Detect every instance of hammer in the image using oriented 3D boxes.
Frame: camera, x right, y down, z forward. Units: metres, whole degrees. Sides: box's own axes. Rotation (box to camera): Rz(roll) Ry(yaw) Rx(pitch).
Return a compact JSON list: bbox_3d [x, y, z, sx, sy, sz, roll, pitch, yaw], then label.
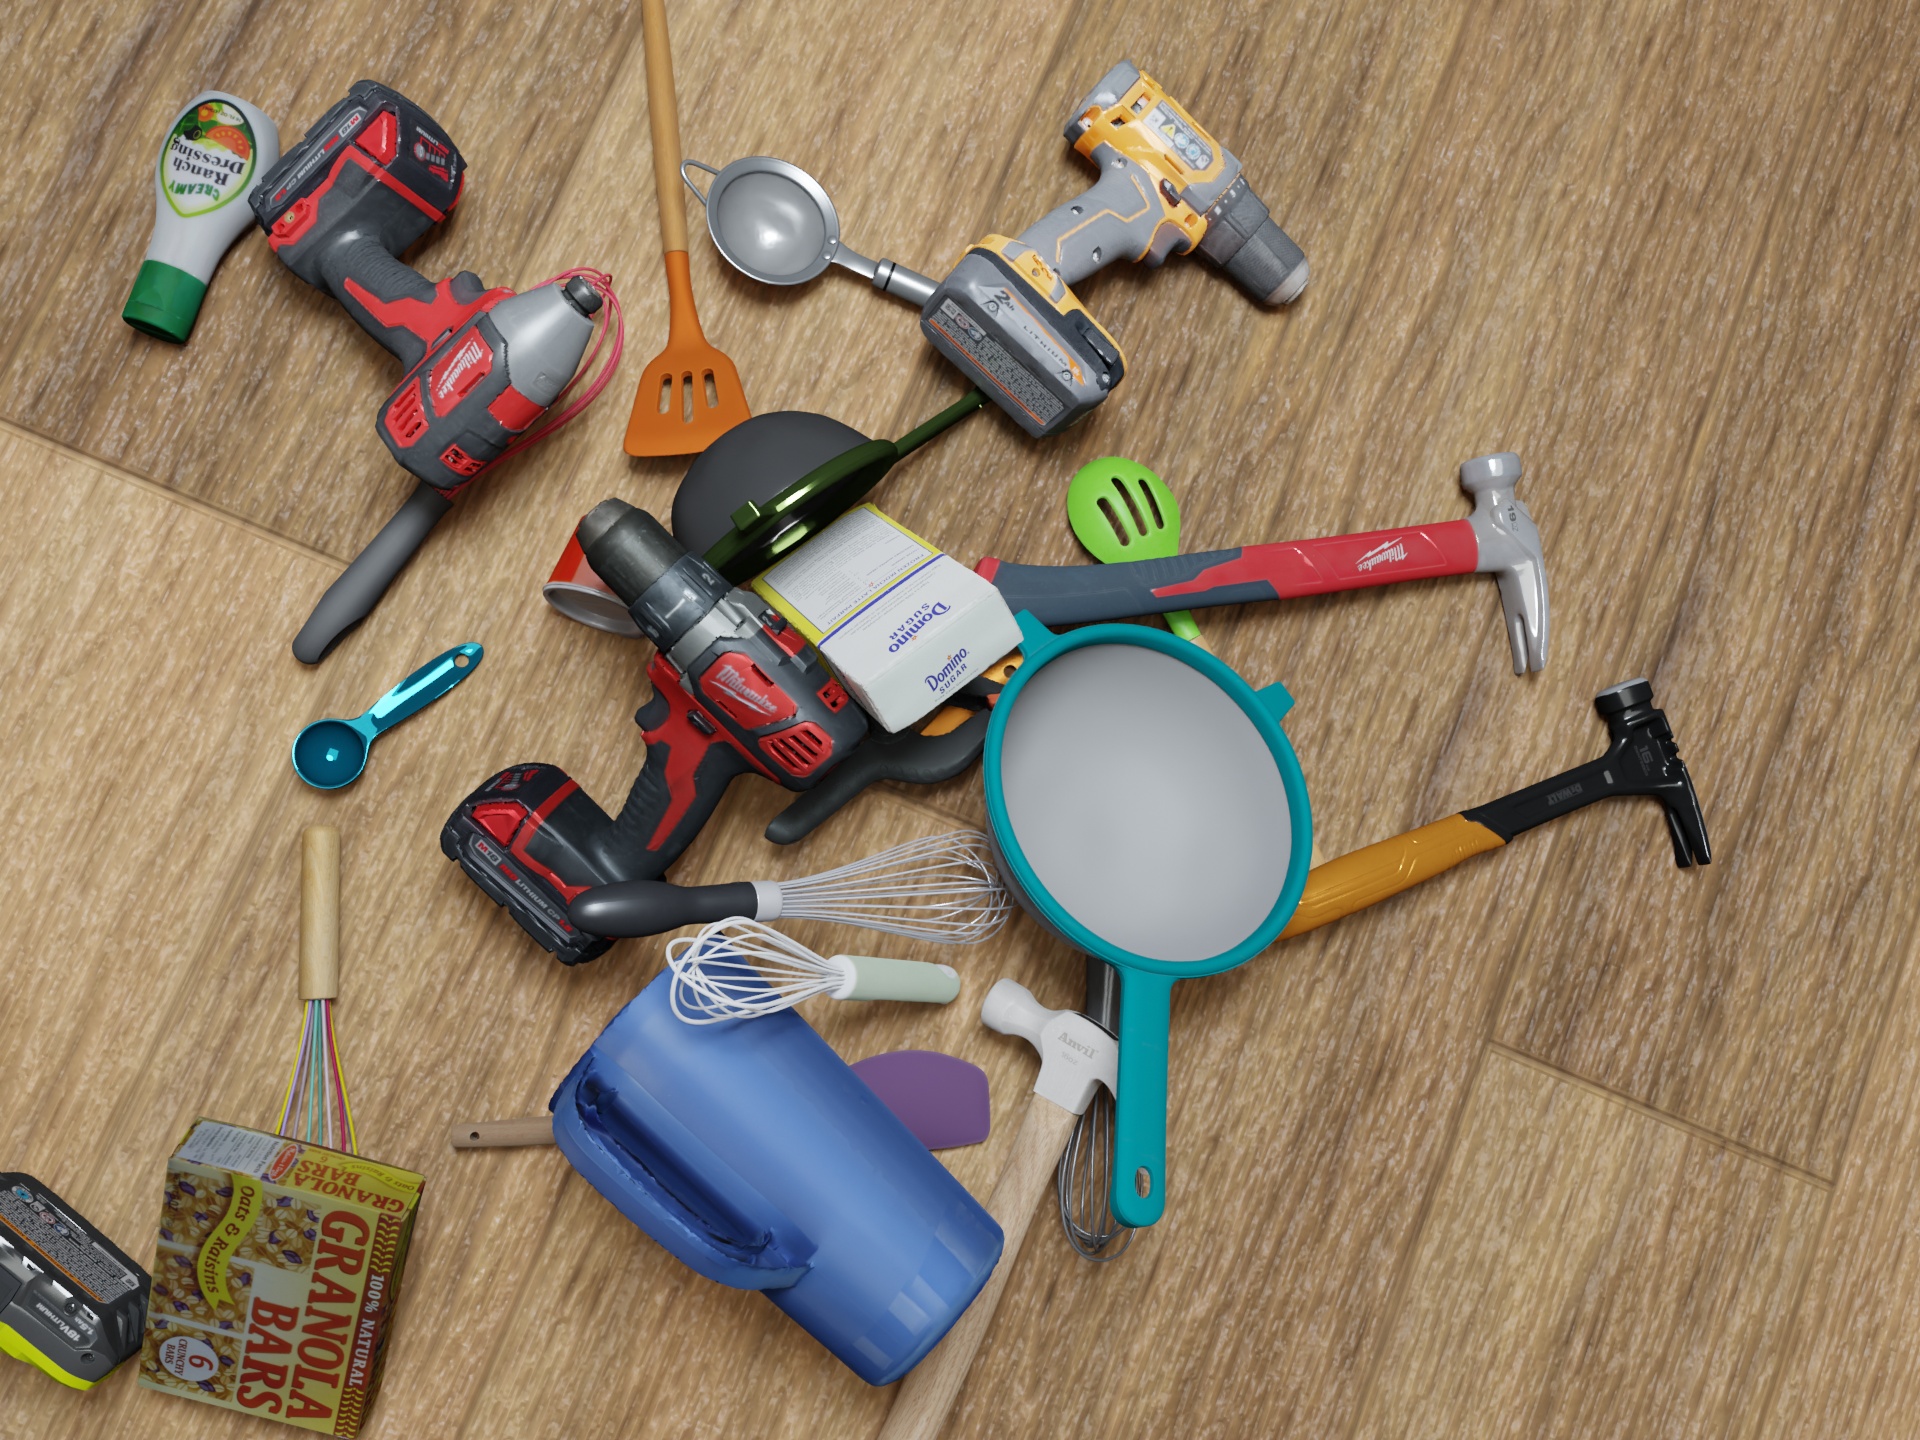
[{"bbox_3d":[0.186,-0.076,0.985,0.386,0.038,0.143,-8,87,-14],"label":"hammer"},{"bbox_3d":[0.309,0.083,0.995,0.337,0.034,0.127,-19,85,-12],"label":"hammer"},{"bbox_3d":[0.012,0.327,0.921,0.130,0.031,0.331,24,89,28],"label":"hammer"}]

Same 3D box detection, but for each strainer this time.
[{"bbox_3d":[-0.057,-0.282,1.002,0.258,0.050,0.087,22,70,-10],"label":"strainer"},{"bbox_3d":[0.089,0.114,0.905,0.211,0.095,0.341,14,64,-20],"label":"strainer"},{"bbox_3d":[-0.079,-0.165,0.947,0.256,0.151,0.069,-39,93,-31],"label":"strainer"}]

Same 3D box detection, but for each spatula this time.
[{"bbox_3d":[-0.180,-0.317,0.990,0.081,0.041,0.323,-6,83,0],"label":"spatula"},{"bbox_3d":[-0.139,0.234,0.945,0.316,0.018,0.060,-2,82,-8],"label":"spatula"}]

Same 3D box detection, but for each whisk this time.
[{"bbox_3d":[0.089,0.202,0.963,0.055,0.055,0.239,6,78,-6],"label":"whisk"},{"bbox_3d":[-0.072,0.142,0.873,0.058,0.246,0.059,28,96,34],"label":"whisk"},{"bbox_3d":[-0.300,-0.151,0.951,0.073,0.073,0.296,38,86,-1],"label":"whisk"},{"bbox_3d":[-0.083,0.100,0.891,0.284,0.070,0.070,1,83,-34],"label":"whisk"},{"bbox_3d":[-0.373,0.182,0.912,0.047,0.051,0.245,-2,81,-1],"label":"whisk"}]

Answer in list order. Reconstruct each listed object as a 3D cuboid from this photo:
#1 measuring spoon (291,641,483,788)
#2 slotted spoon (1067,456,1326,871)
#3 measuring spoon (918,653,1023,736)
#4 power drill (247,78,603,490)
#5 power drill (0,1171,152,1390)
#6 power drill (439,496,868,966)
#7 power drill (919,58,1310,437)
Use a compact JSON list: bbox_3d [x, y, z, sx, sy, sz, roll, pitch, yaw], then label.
[{"bbox_3d":[-0.339,-0.005,0.953,0.128,0.021,0.042,-39,89,-18],"label":"measuring spoon"},{"bbox_3d":[0.160,-0.029,1.006,0.070,0.031,0.314,-28,89,-13],"label":"slotted spoon"},{"bbox_3d":[-0.002,-0.003,0.990,0.117,0.011,0.021,-40,89,-9],"label":"measuring spoon"},{"bbox_3d":[-0.298,-0.250,0.904,0.143,0.078,0.220,-40,69,9],"label":"power drill"},{"bbox_3d":[-0.550,0.381,0.853,0.190,0.080,0.228,41,84,-1],"label":"power drill"},{"bbox_3d":[-0.186,0.007,0.877,0.226,0.080,0.188,-41,98,20],"label":"power drill"},{"bbox_3d":[0.105,-0.279,0.992,0.185,0.084,0.226,41,69,-9],"label":"power drill"}]
